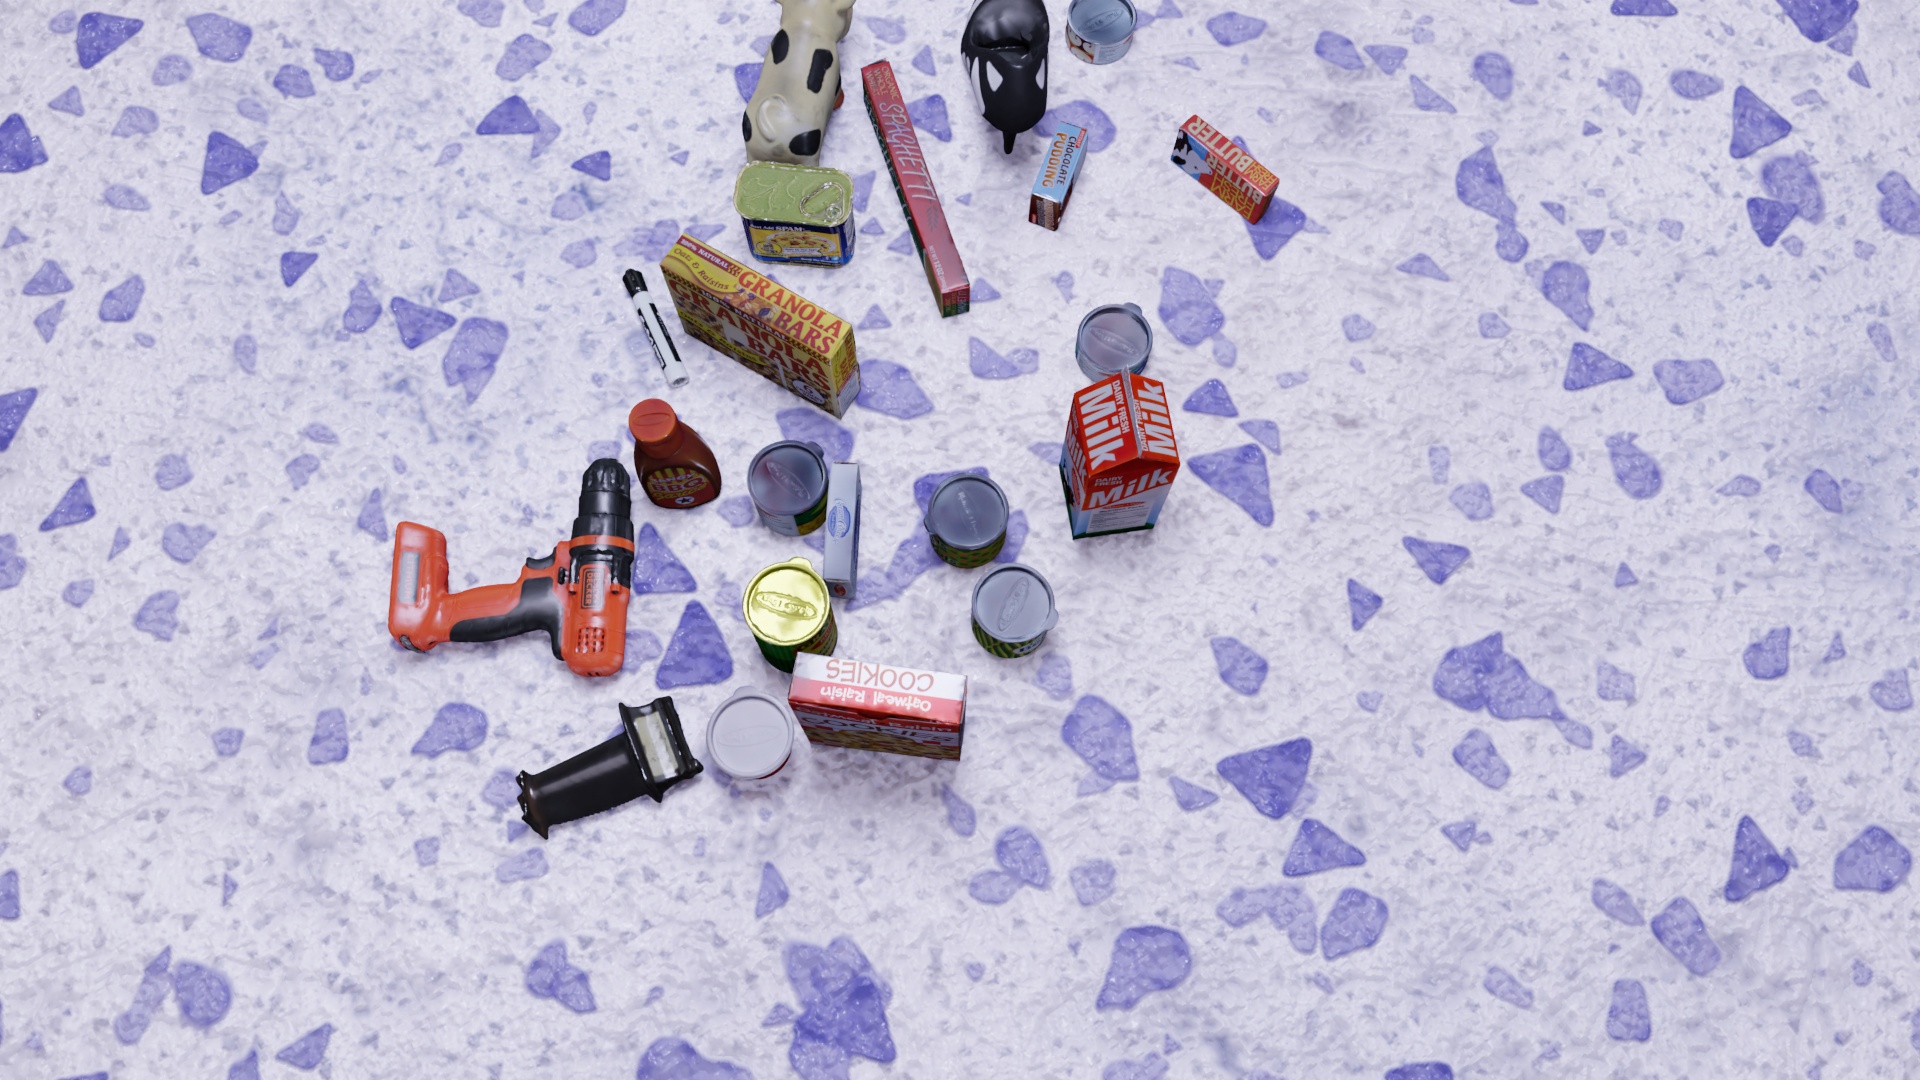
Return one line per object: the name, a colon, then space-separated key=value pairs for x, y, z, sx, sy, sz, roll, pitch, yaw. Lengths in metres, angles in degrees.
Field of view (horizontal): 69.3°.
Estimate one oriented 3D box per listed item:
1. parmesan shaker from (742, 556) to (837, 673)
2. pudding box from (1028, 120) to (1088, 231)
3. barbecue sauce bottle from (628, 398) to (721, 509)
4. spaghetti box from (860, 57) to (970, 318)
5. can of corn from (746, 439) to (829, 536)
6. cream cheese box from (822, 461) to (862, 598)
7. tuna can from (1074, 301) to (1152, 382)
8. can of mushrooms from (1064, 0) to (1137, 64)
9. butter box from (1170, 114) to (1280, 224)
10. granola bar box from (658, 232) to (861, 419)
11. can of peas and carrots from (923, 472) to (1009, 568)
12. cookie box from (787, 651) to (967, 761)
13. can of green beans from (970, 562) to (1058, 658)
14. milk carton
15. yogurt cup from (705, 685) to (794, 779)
parmesan shaker: x=-0.131 y=0.061 z=1.098 sx=0.071 sy=0.102 sz=0.071 roll=0 pitch=72 yaw=-1
pudding box: x=0.089 y=-0.331 z=1.262 sx=0.030 sy=0.049 sz=0.084 roll=19 pitch=72 yaw=6
barbecue sauce bottle: x=-0.234 y=-0.069 z=1.117 sx=0.065 sy=0.148 sz=0.044 roll=-9 pitch=72 yaw=-4
spaghetti box: x=-0.042 y=-0.320 z=1.257 sx=0.029 sy=0.050 sz=0.250 roll=-17 pitch=72 yaw=-6
can of corn: x=-0.139 y=-0.044 z=1.157 sx=0.071 sy=0.058 sz=0.071 roll=0 pitch=72 yaw=-1
cream cheese box: x=-0.097 y=-0.008 z=1.148 sx=0.024 sy=0.053 sz=0.104 roll=2 pitch=71 yaw=0
tuna can: x=0.135 y=-0.173 z=1.218 sx=0.071 sy=0.032 sz=0.071 roll=0 pitch=71 yaw=-1
can of mushrooms: x=0.132 y=-0.493 z=1.326 sx=0.071 sy=0.033 sz=0.071 roll=0 pitch=71 yaw=-1
butter box: x=0.241 y=-0.338 z=1.265 sx=0.103 sy=0.053 sz=0.024 roll=42 pitch=76 yaw=12
granola bar box: x=-0.164 y=-0.179 z=1.168 sx=0.166 sy=0.124 sz=0.039 roll=30 pitch=74 yaw=9
can of peas and carrots: x=0.004 y=-0.014 z=1.149 sx=0.071 sy=0.058 sz=0.071 roll=0 pitch=72 yaw=-1
cookie box: x=-0.058 y=0.129 z=1.042 sx=0.123 sy=0.167 sz=0.040 roll=7 pitch=72 yaw=2
can of green beans: x=0.041 y=0.058 z=1.125 sx=0.071 sy=0.057 sz=0.071 roll=0 pitch=72 yaw=-1
milk carton: x=0.125 y=-0.068 z=1.099 sx=0.073 sy=0.190 sz=0.072 roll=-8 pitch=72 yaw=-3
yogurt cup: x=-0.162 y=0.157 z=1.091 sx=0.072 sy=0.053 sz=0.072 roll=0 pitch=71 yaw=-1
